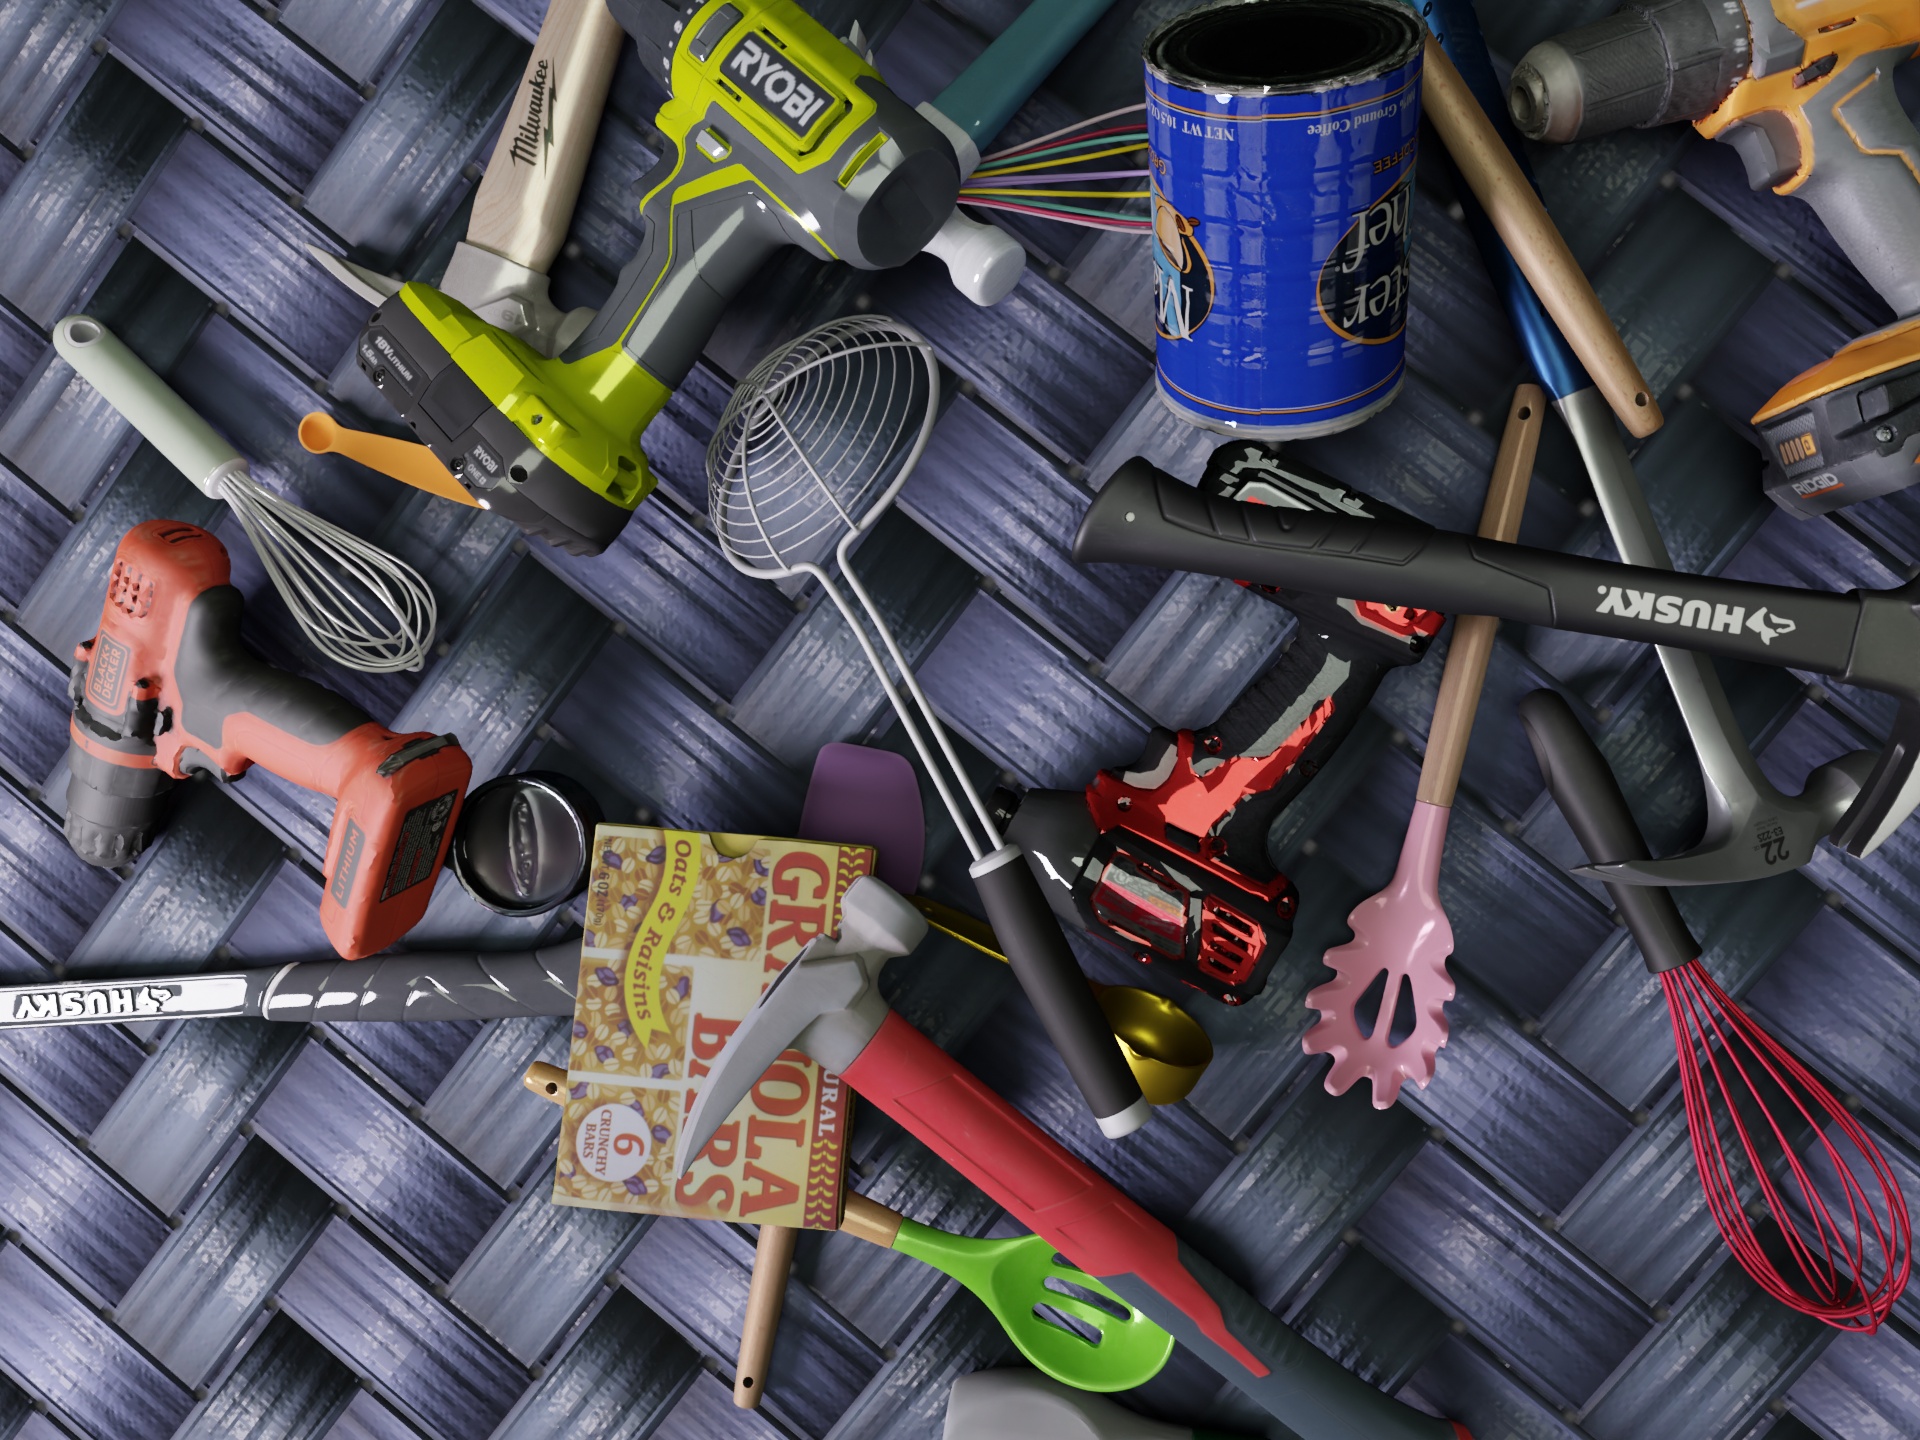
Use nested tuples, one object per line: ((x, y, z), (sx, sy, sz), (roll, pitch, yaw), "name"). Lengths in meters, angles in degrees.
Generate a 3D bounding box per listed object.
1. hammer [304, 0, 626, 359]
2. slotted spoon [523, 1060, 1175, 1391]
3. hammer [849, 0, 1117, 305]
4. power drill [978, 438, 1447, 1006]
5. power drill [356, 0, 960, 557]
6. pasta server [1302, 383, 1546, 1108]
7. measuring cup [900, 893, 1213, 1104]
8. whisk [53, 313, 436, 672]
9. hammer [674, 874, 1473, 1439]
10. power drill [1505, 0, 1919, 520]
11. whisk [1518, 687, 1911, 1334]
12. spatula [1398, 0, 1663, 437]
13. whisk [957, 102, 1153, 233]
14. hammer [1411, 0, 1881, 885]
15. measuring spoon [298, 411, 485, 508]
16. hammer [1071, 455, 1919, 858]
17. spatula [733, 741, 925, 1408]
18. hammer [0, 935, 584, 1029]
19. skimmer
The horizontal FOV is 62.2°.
((-0.161, -0.365, 0.716), (0.146, 0.038, 0.410), (22, 95, 7), "hammer")
((-0.052, 0.219, 0.720), (0.314, 0.031, 0.070), (22, 93, 2), "slotted spoon")
((0.076, -0.330, 0.668), (0.128, 0.033, 0.331), (43, 89, 19), "hammer")
((0.109, -0.001, 0.682), (0.143, 0.078, 0.219), (27, 99, 6), "power drill")
((-0.135, -0.200, 0.652), (0.228, 0.080, 0.191), (-47, 68, 7), "power drill")
((0.210, 0.010, 0.687), (0.060, 0.040, 0.316), (14, 93, 23), "pasta server")
((0.037, 0.123, 0.712), (0.156, 0.062, 0.029), (26, 110, 13), "measuring cup")
((-0.339, -0.108, 0.749), (0.246, 0.059, 0.058), (42, 60, 7), "whisk")
((0.064, 0.240, 0.675), (0.386, 0.038, 0.143), (40, 78, -7), "hammer")
((0.333, -0.198, 0.629), (0.185, 0.084, 0.226), (-19, 88, -5), "power drill")
((0.312, 0.119, 0.671), (0.073, 0.073, 0.296), (-27, 84, 8), "whisk")
((0.188, -0.248, 0.632), (0.082, 0.044, 0.317), (-33, 94, -6), "spatula")
((0.009, -0.238, 0.703), (0.245, 0.051, 0.047), (0, 72, 11), "whisk")
((0.256, -0.125, 0.659), (0.144, 0.035, 0.405), (-19, 86, -16), "hammer")
((-0.257, -0.121, 0.755), (0.117, 0.011, 0.021), (18, 95, 2), "measuring spoon")
((0.208, -0.047, 0.602), (0.335, 0.035, 0.146), (10, 98, 10), "hammer")
((-0.069, 0.168, 0.740), (0.060, 0.018, 0.316), (12, 93, 4), "spatula")
((-0.345, 0.136, 0.764), (0.409, 0.036, 0.149), (-4, 93, 7), "hammer")
((-0.001, -0.002, 0.678), (0.127, 0.090, 0.363), (-29, 87, 27), "skimmer")
